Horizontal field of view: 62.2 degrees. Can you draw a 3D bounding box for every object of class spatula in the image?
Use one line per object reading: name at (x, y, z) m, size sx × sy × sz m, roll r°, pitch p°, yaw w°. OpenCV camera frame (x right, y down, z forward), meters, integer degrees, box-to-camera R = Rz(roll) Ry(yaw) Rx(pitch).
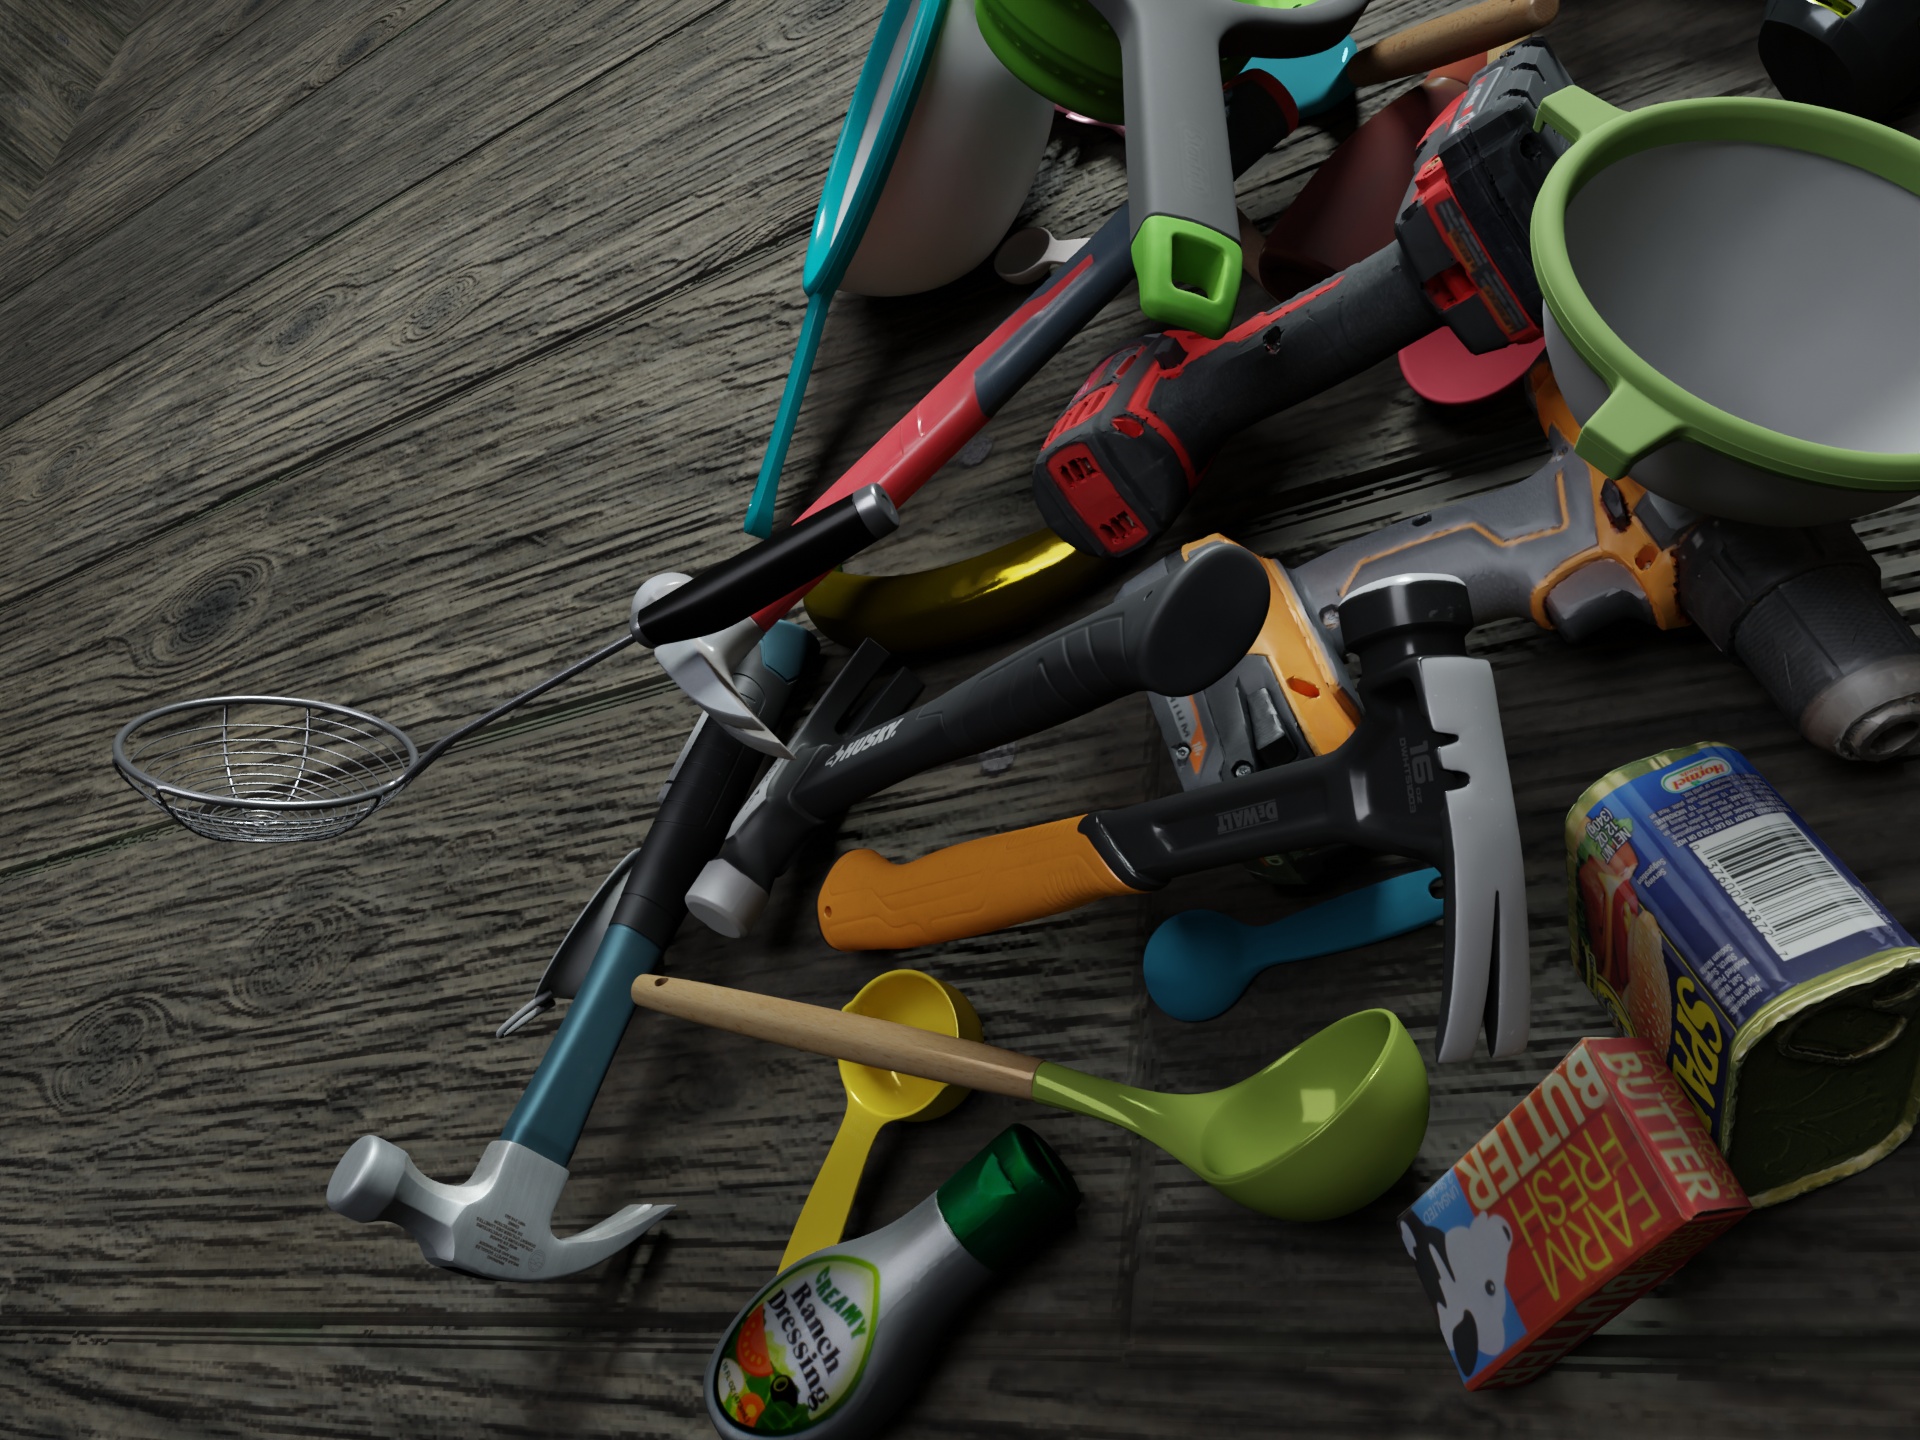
spatula at (0.177, -0.295, 0.694) m, size 0.082 × 0.044 × 0.318 m, roll -41°, pitch 16°, yaw 6°

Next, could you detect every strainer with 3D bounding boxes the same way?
strainer at (0.283, -0.100, 0.460) m, size 0.256 × 0.069 × 0.152 m, roll 7°, pitch 57°, yaw 0°
strainer at (-0.026, -0.251, 0.849) m, size 0.211 × 0.095 × 0.340 m, roll -143°, pitch 70°, yaw -74°
strainer at (-0.138, 0.045, 0.768) m, size 0.086 × 0.050 × 0.258 m, roll 118°, pitch 177°, yaw -66°

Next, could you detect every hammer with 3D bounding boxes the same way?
hammer at (-0.138, 0.084, 0.700) m, size 0.033 × 0.128 × 0.331 m, roll -18°, pitch 41°, yaw 46°
hammer at (-0.001, -0.002, 0.588) m, size 0.146 × 0.035 × 0.335 m, roll -58°, pitch 17°, yaw -27°
hammer at (0.017, -0.147, 0.715) m, size 0.386 × 0.038 × 0.143 m, roll -44°, pitch 39°, yaw -3°
hammer at (0.043, 0.056, 0.541) m, size 0.337 × 0.034 × 0.127 m, roll -20°, pitch 72°, yaw 54°

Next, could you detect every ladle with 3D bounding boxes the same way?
ladle at (0.004, 0.112, 0.559) m, size 0.320 × 0.062 × 0.078 m, roll 6°, pitch 28°, yaw 31°
ladle at (0.221, -0.275, 0.646) m, size 0.069 × 0.031 × 0.315 m, roll 0°, pitch 80°, yaw 40°

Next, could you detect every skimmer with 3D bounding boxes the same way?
skimmer at (-0.202, -0.038, 0.695) m, size 0.363 × 0.090 × 0.127 m, roll -26°, pitch 12°, yaw 15°

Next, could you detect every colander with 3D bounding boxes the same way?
colander at (0.068, -0.268, 0.655) m, size 0.094 × 0.204 × 0.398 m, roll 123°, pitch 156°, yaw -49°

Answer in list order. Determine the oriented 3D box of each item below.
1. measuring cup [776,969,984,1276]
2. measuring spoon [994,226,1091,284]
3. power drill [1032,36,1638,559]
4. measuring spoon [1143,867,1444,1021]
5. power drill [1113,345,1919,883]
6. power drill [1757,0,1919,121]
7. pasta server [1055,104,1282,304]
measuring cup at (-0.036, 0.172, 0.615) m, size 0.062 × 0.029 × 0.156 m, roll 21°, pitch 88°, yaw 39°
measuring spoon at (0.071, -0.234, 0.814) m, size 0.124 × 0.018 × 0.034 m, roll 13°, pitch 68°, yaw 36°
power drill at (0.133, -0.150, 0.597) m, size 0.219 × 0.078 × 0.143 m, roll -27°, pitch 18°, yaw 36°
measuring spoon at (0.118, 0.071, 0.554) m, size 0.128 × 0.021 × 0.042 m, roll -23°, pitch 49°, yaw 27°
power drill at (0.182, -0.027, 0.534) m, size 0.226 × 0.084 × 0.186 m, roll -28°, pitch 49°, yaw 15°
power drill at (0.338, -0.345, 0.628) m, size 0.171 × 0.080 × 0.223 m, roll -43°, pitch 47°, yaw 8°
pasta server at (0.101, -0.287, 0.805) m, size 0.060 × 0.040 × 0.317 m, roll -43°, pitch 44°, yaw 19°
